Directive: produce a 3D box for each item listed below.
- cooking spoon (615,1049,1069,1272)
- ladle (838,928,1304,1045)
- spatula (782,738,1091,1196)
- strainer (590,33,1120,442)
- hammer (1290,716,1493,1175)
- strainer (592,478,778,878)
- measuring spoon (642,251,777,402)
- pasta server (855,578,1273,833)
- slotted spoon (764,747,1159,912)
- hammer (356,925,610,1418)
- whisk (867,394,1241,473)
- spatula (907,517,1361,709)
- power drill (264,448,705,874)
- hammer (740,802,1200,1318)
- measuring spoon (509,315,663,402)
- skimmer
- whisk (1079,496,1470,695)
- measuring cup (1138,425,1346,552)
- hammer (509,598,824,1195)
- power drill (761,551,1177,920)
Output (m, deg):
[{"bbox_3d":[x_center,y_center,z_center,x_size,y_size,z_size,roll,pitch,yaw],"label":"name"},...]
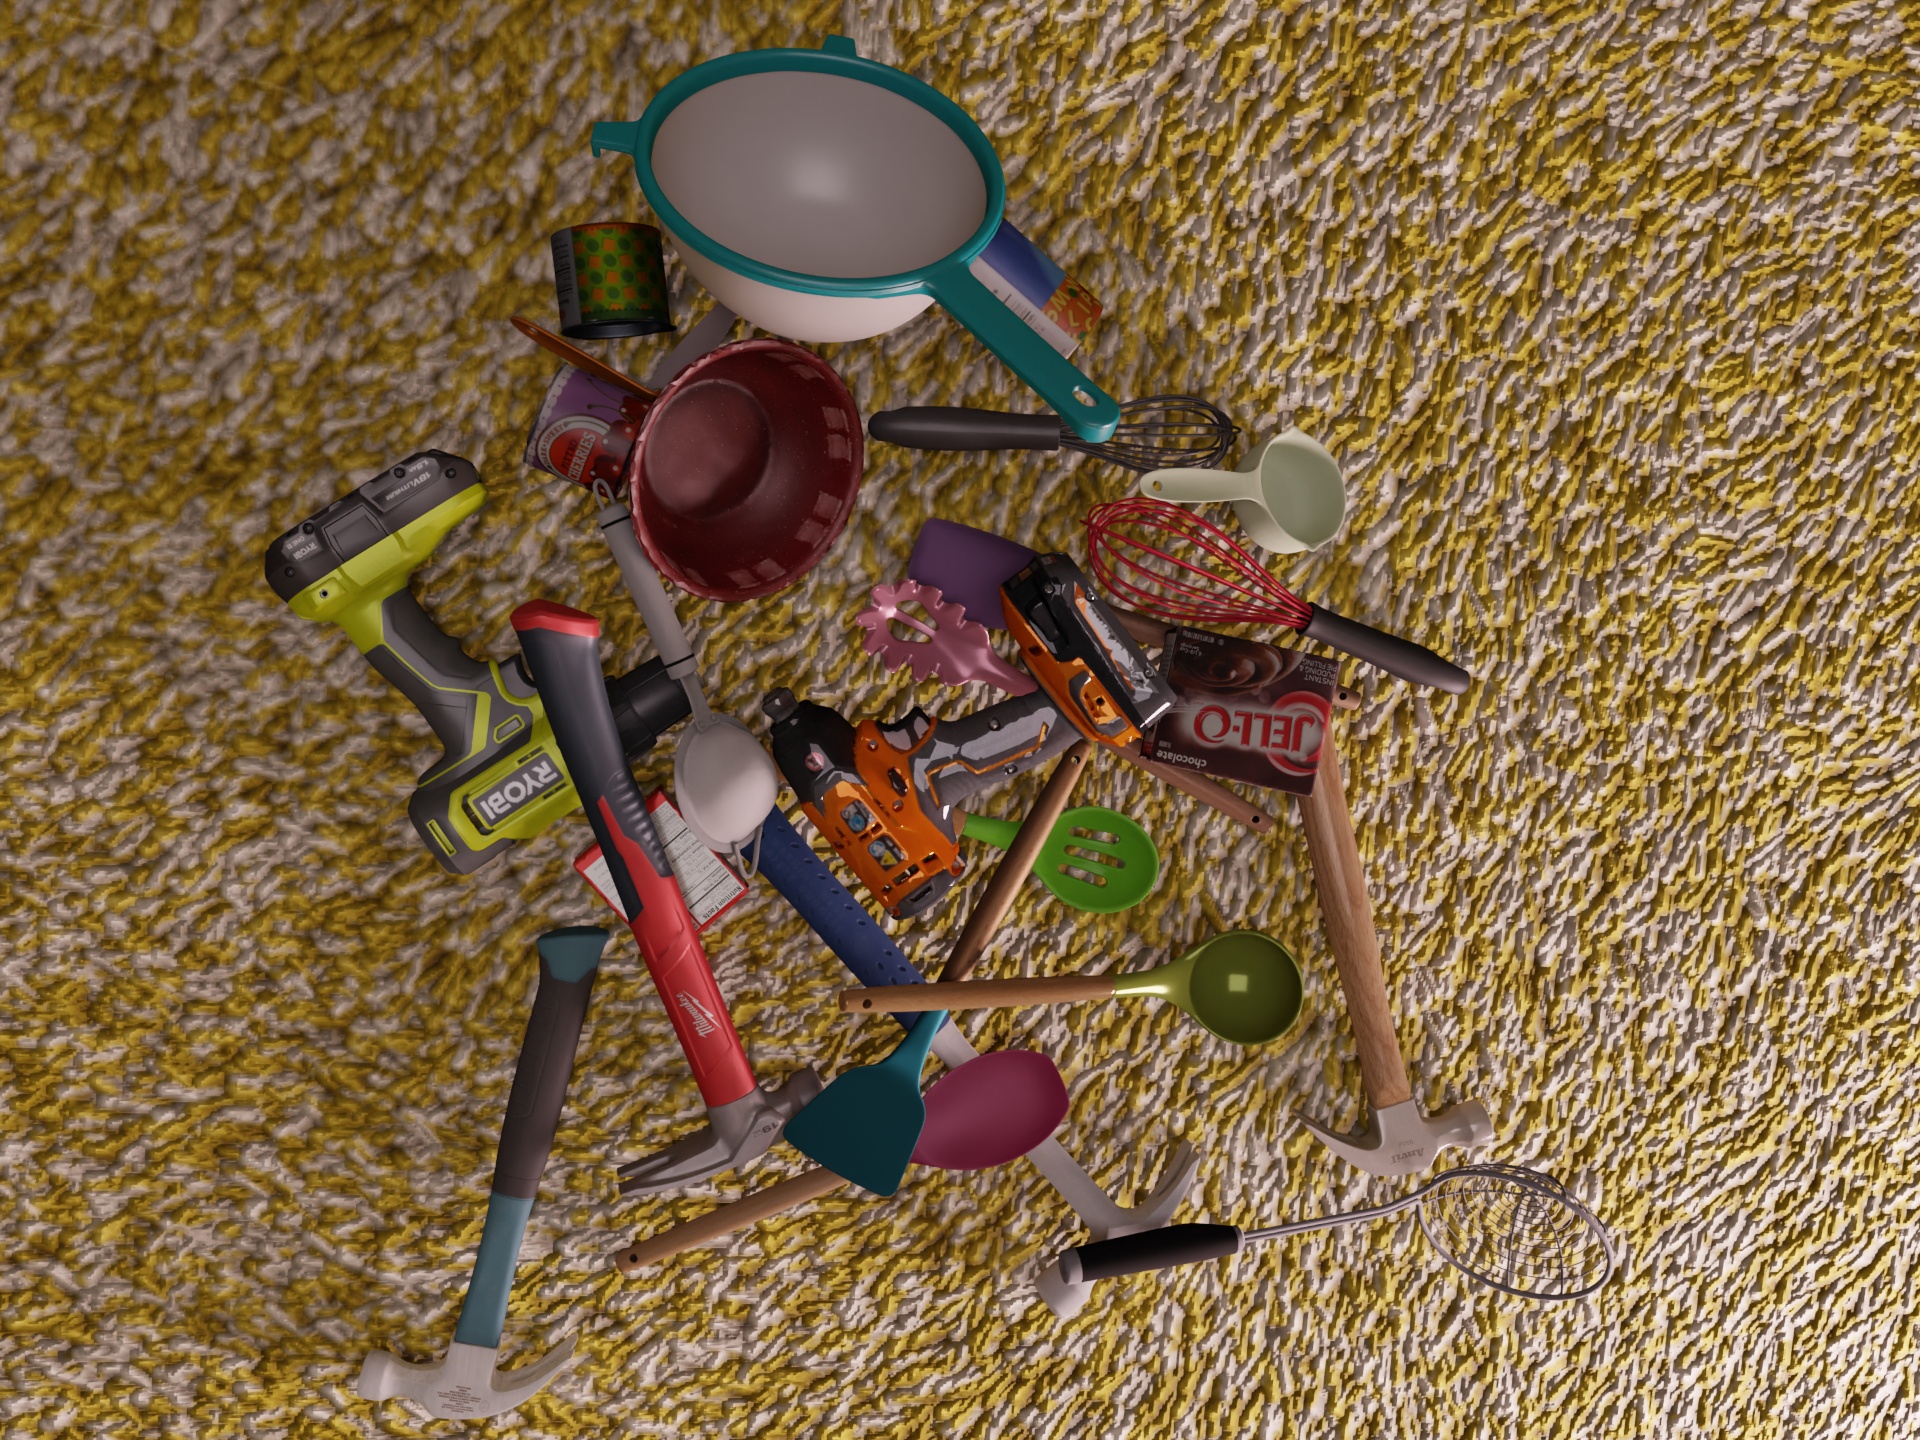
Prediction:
[{"bbox_3d":[-0.080,0.294,1.032,0.319,0.017,0.069,-24,84,5],"label":"cooking spoon"},{"bbox_3d":[0.077,0.173,1.004,0.320,0.062,0.078,2,97,-27],"label":"ladle"},{"bbox_3d":[-0.001,0.150,1.014,0.082,0.044,0.317,30,83,-2],"label":"spatula"},{"bbox_3d":[-0.042,-0.249,0.916,0.211,0.095,0.340,-35,70,-29],"label":"strainer"},{"bbox_3d":[0.266,0.153,1.083,0.130,0.031,0.331,-16,98,-6],"label":"hammer"},{"bbox_3d":[-0.163,-0.025,0.954,0.050,0.087,0.258,-17,101,34],"label":"strainer"},{"bbox_3d":[-0.158,-0.240,0.994,0.034,0.018,0.124,41,96,-7],"label":"measuring spoon"},{"bbox_3d":[0.074,-0.002,1.037,0.316,0.040,0.060,29,100,-11],"label":"pasta server"},{"bbox_3d":[-0.022,0.057,1.036,0.313,0.031,0.070,17,93,-7],"label":"slotted spoon"},{"bbox_3d":[-0.285,0.289,1.021,0.128,0.033,0.331,14,94,-8],"label":"hammer"},{"bbox_3d":[0.060,-0.185,1.014,0.239,0.055,0.055,1,96,-3],"label":"whisk"},{"bbox_3d":[0.117,-0.059,1.046,0.316,0.018,0.060,18,95,-8],"label":"spatula"},{"bbox_3d":[-0.286,-0.045,0.965,0.190,0.080,0.228,-34,102,-8],"label":"power drill"},{"bbox_3d":[-0.005,0.208,1.050,0.144,0.035,0.405,-41,100,-2],"label":"hammer"},{"bbox_3d":[-0.223,-0.221,0.979,0.117,0.021,0.011,28,72,-5],"label":"measuring spoon"},{"bbox_3d":[0.249,0.361,1.057,0.363,0.090,0.127,-5,134,-13],"label":"skimmer"},{"bbox_3d":[0.209,-0.073,1.038,0.295,0.073,0.073,21,93,-15],"label":"whisk"},{"bbox_3d":[0.171,-0.143,1.006,0.167,0.038,0.083,-4,82,-31],"label":"measuring cup"},{"bbox_3d":[-0.203,0.112,0.965,0.143,0.038,0.386,-21,112,-10],"label":"hammer"},{"bbox_3d":[-0.002,-0.003,0.972,0.226,0.084,0.164,-38,103,7],"label":"power drill"}]
